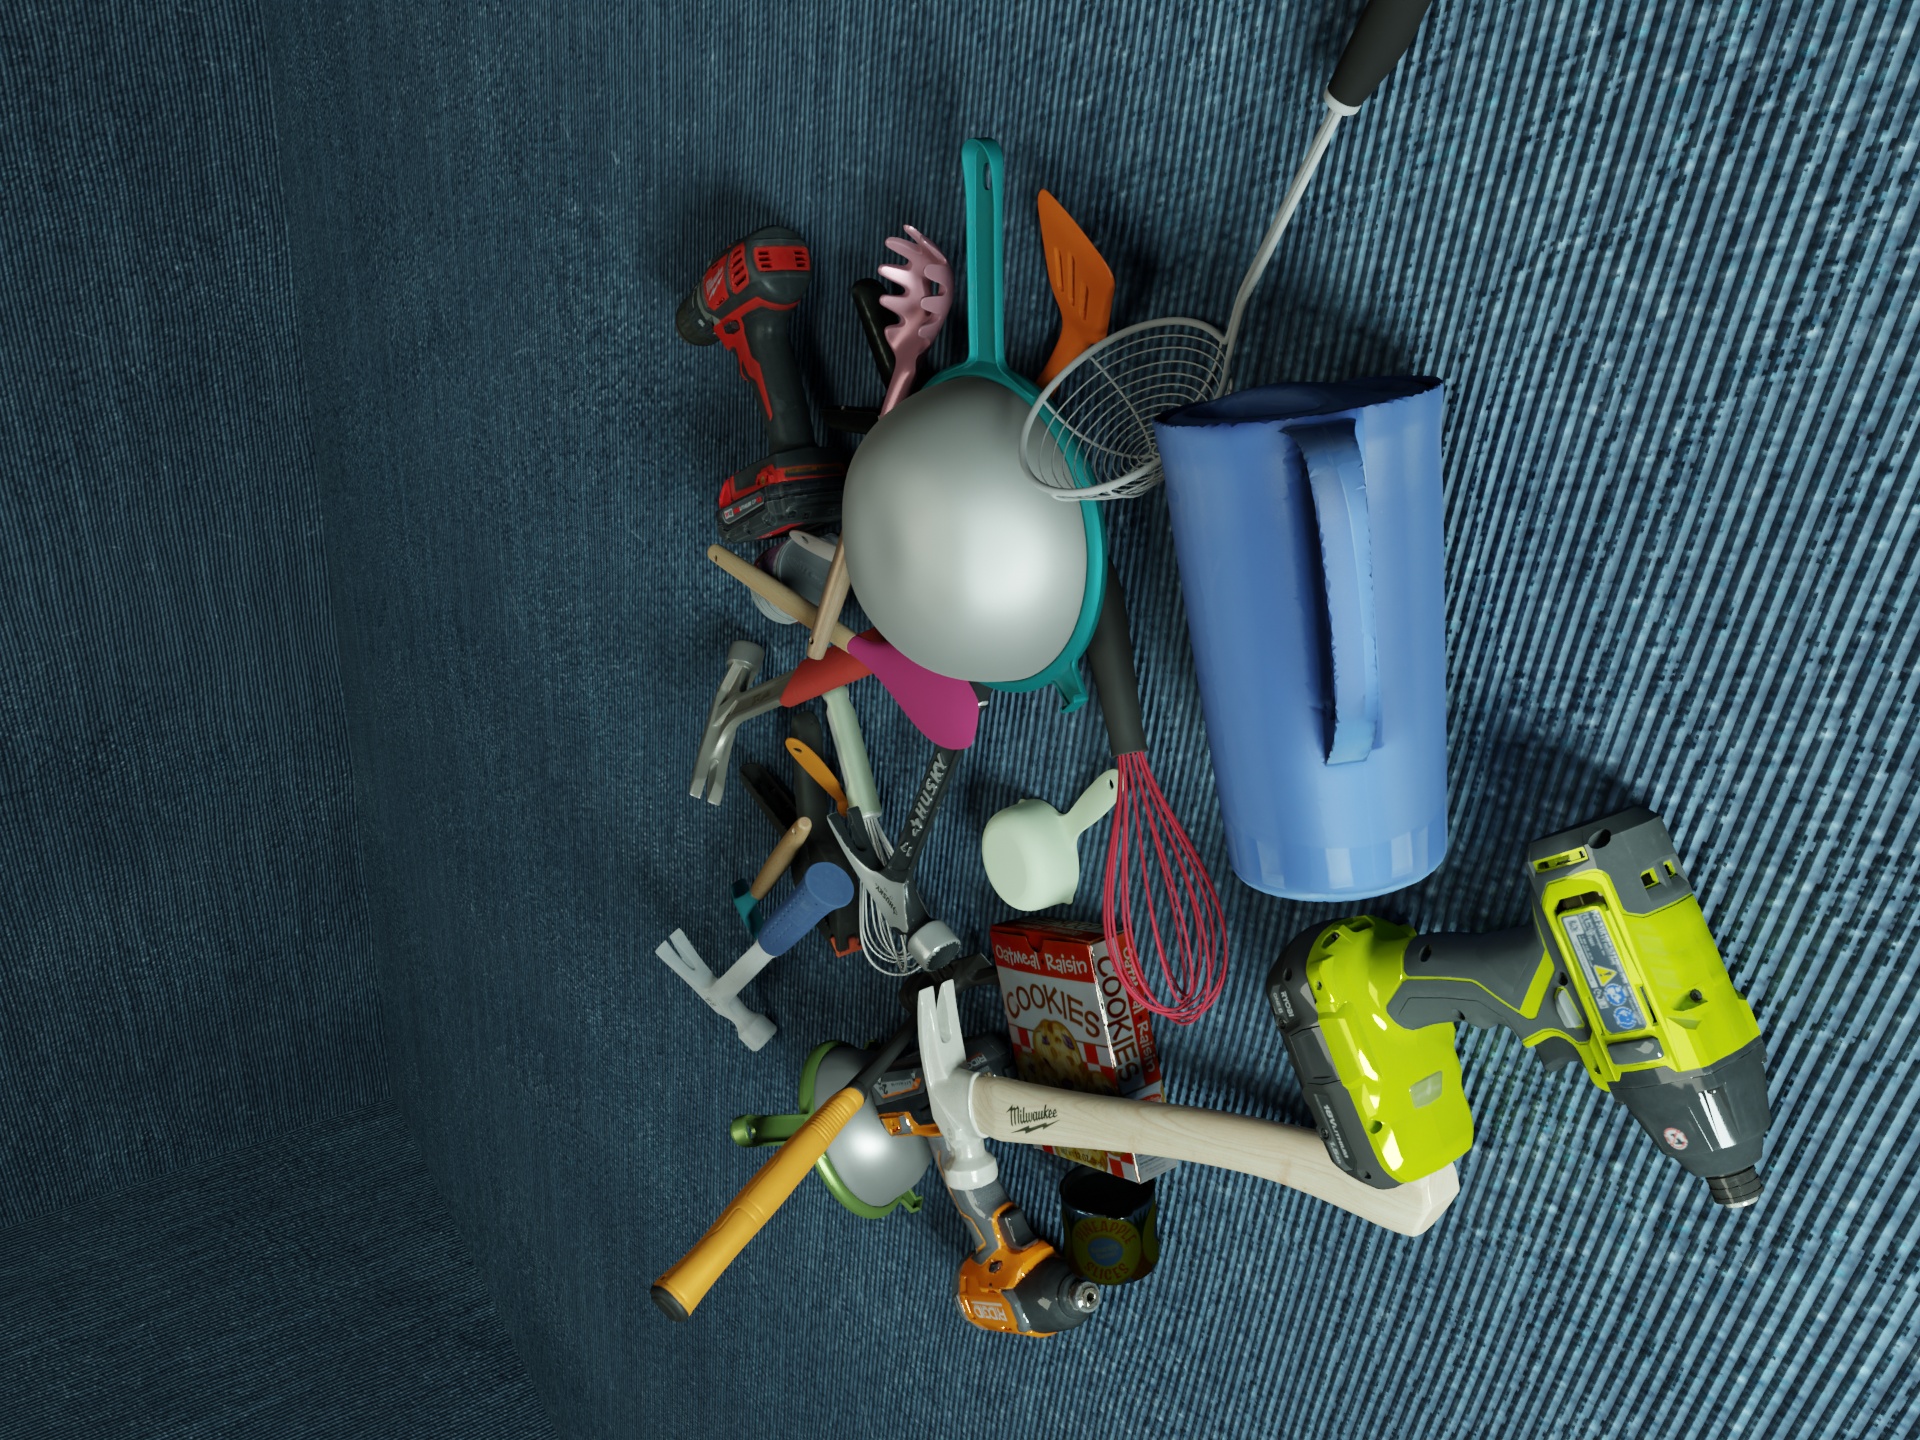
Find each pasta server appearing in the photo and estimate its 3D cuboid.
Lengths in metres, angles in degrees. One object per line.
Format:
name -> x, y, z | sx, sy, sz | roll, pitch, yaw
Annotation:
pasta server -> -0.063, -0.179, 1.087 | 0.060, 0.040, 0.316 | 49, 128, 43

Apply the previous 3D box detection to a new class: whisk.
whisk -> 0.107, 0.040, 0.974 | 0.073, 0.073, 0.296 | -19, 80, 59
whisk -> -0.074, 0.086, 1.292 | 0.057, 0.059, 0.246 | 103, 152, -80

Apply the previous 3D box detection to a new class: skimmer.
skimmer -> 0.131, -0.254, 0.774 | 0.363, 0.090, 0.127 | 116, 160, -44

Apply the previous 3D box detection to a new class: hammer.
hammer -> -0.180, 0.202, 1.437 | 0.144, 0.035, 0.405 | 43, 149, 0
hammer -> 0.119, 0.247, 0.996 | 0.411, 0.038, 0.146 | -6, 96, 49
hammer -> -0.117, -0.028, 1.274 | 0.359, 0.036, 0.149 | -18, 54, 55
hammer -> -0.096, 0.294, 1.152 | 0.034, 0.337, 0.127 | 50, 146, -7
hammer -> -0.002, -0.004, 1.122 | 0.149, 0.036, 0.408 | 48, 136, 29

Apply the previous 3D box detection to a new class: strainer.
strainer -> -0.088, 0.319, 1.274 | 0.069, 0.256, 0.152 | -24, 68, 20
strainer -> -0.013, -0.170, 0.961 | 0.211, 0.095, 0.340 | 26, 125, 47

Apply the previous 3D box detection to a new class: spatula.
spatula -> 0.033, -0.184, 1.009 | 0.081, 0.041, 0.322 | 58, 146, 25
spatula -> -0.166, 0.140, 1.425 | 0.082, 0.044, 0.317 | 65, 154, 14

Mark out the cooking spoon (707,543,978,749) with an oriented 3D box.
cooking spoon -> -0.094, -0.066, 1.172 | 0.319, 0.017, 0.068 | 34, 126, 39

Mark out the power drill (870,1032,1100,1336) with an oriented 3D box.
power drill -> 0.025, 0.360, 1.216 | 0.164, 0.084, 0.226 | -27, 83, 57

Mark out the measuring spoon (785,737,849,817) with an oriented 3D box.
measuring spoon -> -0.114, 0.049, 1.306 | 0.021, 0.011, 0.116 | -3, 145, 26

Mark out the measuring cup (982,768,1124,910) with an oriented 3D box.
measuring cup -> 0.061, 0.075, 1.073 | 0.083, 0.038, 0.167 | 64, 149, 17

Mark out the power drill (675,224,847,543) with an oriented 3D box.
power drill -> -0.165, -0.259, 1.264 | 0.188, 0.080, 0.227 | -8, 93, 59

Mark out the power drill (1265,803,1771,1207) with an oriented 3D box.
power drill -> 0.261, 0.150, 0.754 | 0.223, 0.080, 0.171 | -32, 76, 55

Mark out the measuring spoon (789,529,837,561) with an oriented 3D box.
measuring spoon -> -0.081, -0.127, 1.206 | 0.124, 0.018, 0.034 | 24, 151, 31
